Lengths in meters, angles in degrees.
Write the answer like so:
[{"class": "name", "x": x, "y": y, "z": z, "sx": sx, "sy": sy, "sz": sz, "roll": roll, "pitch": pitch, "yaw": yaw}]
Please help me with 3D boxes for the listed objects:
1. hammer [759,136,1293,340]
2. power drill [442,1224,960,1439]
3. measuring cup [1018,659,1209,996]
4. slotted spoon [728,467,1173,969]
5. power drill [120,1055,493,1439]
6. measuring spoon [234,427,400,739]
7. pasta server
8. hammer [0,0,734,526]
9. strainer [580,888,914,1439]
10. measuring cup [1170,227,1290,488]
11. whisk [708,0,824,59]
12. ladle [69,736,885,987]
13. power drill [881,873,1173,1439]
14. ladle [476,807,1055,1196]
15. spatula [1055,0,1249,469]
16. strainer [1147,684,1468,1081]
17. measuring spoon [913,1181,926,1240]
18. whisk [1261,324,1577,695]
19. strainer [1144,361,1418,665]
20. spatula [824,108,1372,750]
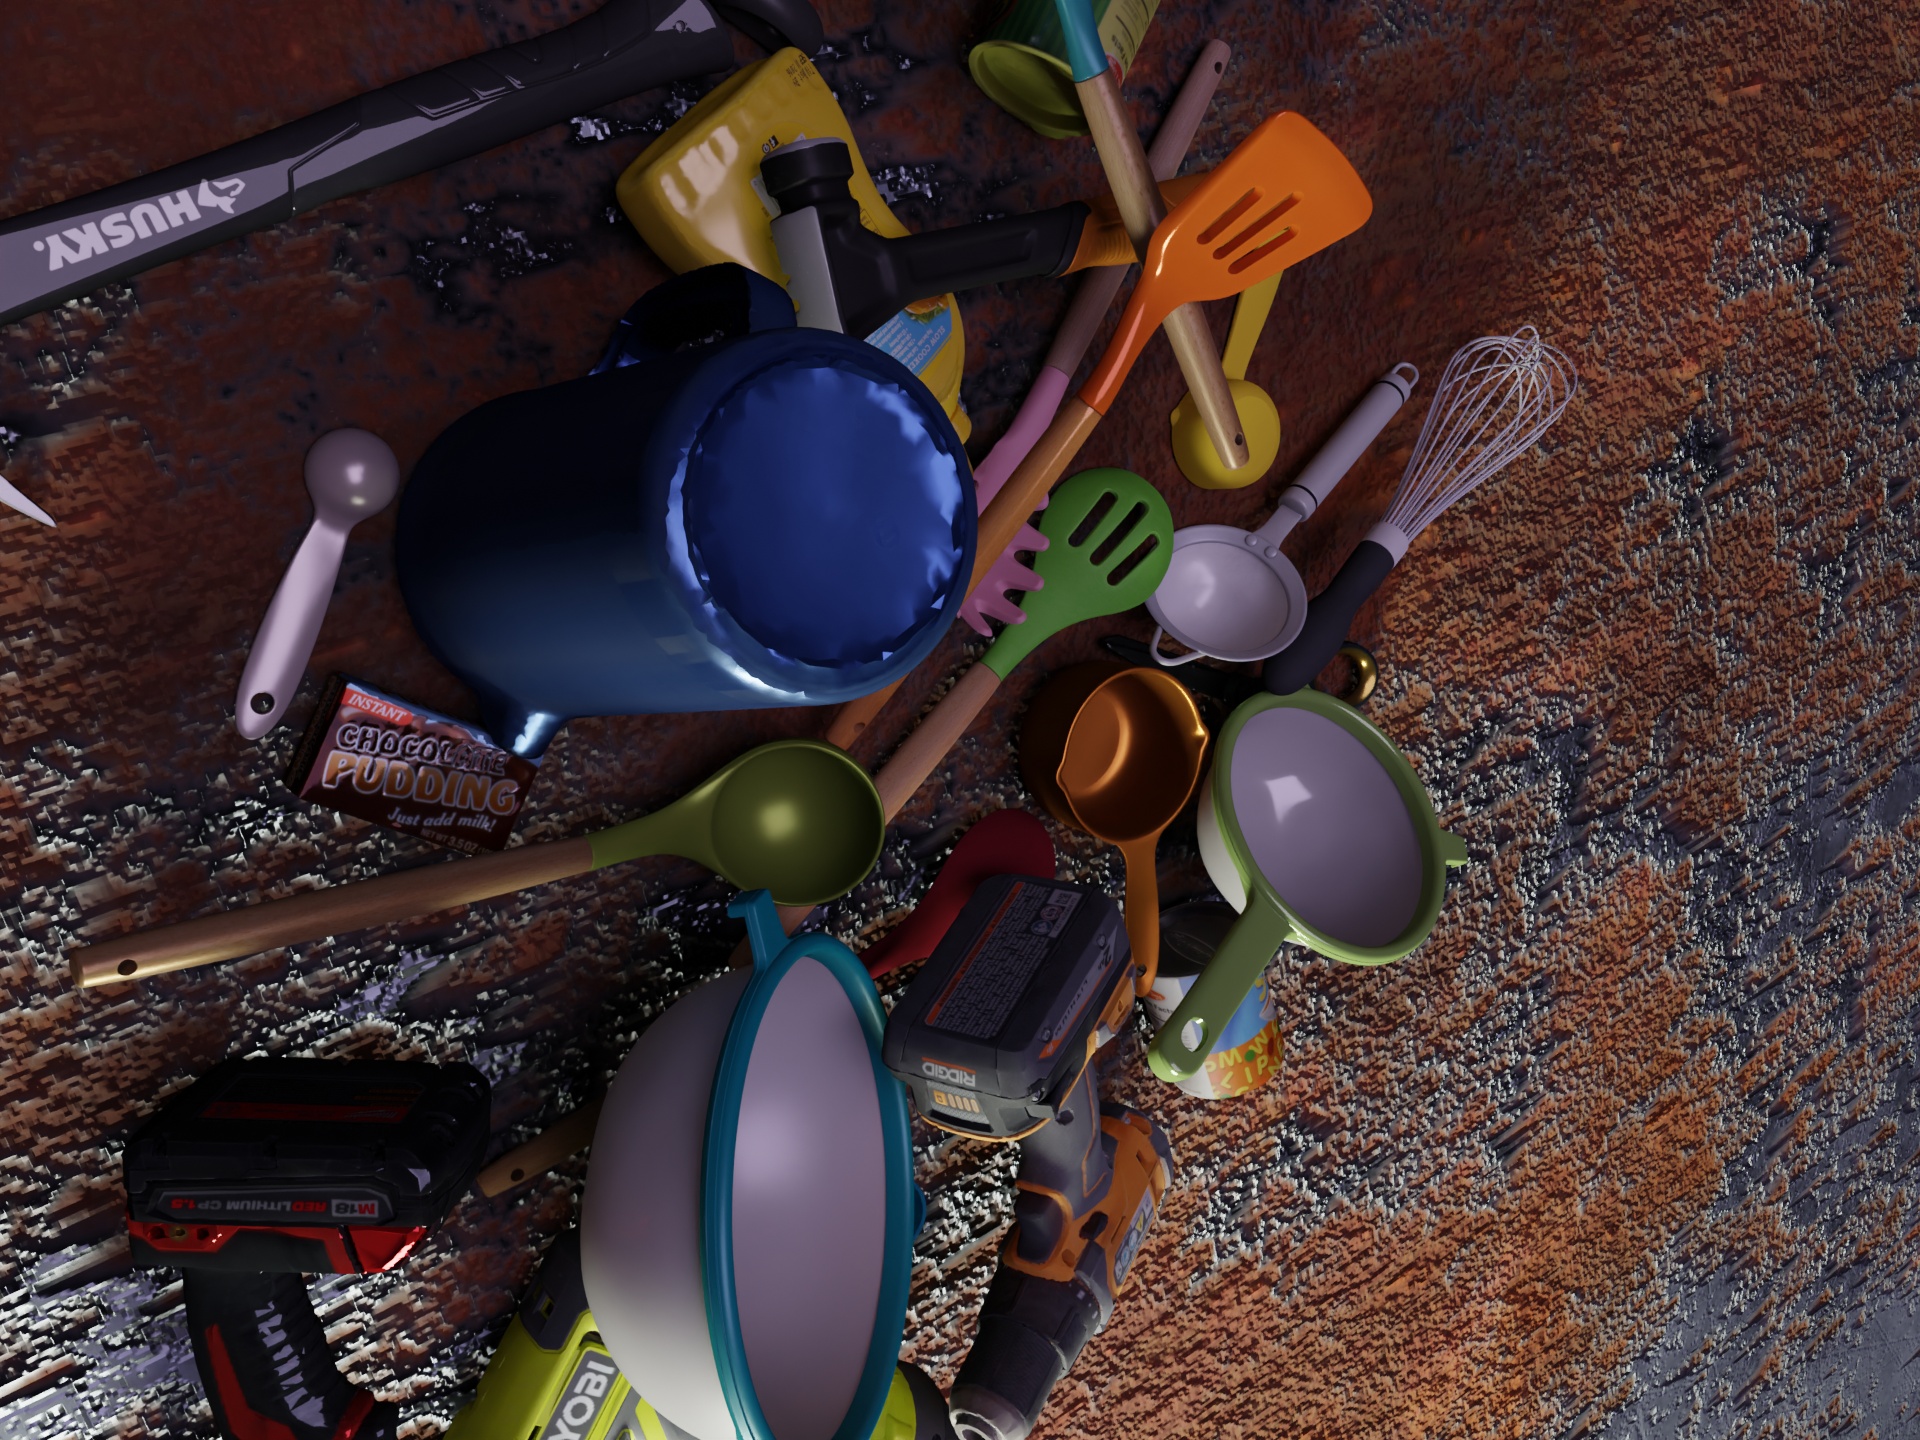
[{"class": "hammer", "x": 0.063, "y": -0.208, "z": 0.704, "sx": 0.337, "sy": 0.034, "sz": 0.127, "roll": -25, "pitch": 108, "yaw": -38}, {"class": "power drill", "x": -0.123, "y": 0.343, "z": 0.721, "sx": 0.223, "sy": 0.080, "sz": 0.171, "roll": 31, "pitch": 82, "yaw": -30}, {"class": "measuring cup", "x": 0.075, "y": 0.053, "z": 0.803, "sx": 0.095, "sy": 0.052, "sz": 0.173, "roll": -14, "pitch": 109, "yaw": -30}, {"class": "slotted spoon", "x": -0.001, "y": -0.002, "z": 0.753, "sx": 0.070, "sy": 0.031, "sz": 0.314, "roll": 42, "pitch": 78, "yaw": -8}, {"class": "power drill", "x": -0.216, "y": 0.248, "z": 0.598, "sx": 0.188, "sy": 0.080, "sz": 0.226, "roll": 2, "pitch": 101, "yaw": -1}, {"class": "measuring spoon", "x": -0.242, "y": -0.050, "z": 0.593, "sx": 0.034, "sy": 0.018, "sz": 0.124, "roll": 22, "pitch": 88, "yaw": -35}, {"class": "pasta server", "x": 0.062, "y": -0.187, "z": 0.752, "sx": 0.060, "sy": 0.040, "sz": 0.316, "roll": 33, "pitch": 80, "yaw": -42}, {"class": "hammer", "x": -0.226, "y": -0.193, "z": 0.564, "sx": 0.335, "sy": 0.035, "sz": 0.146, "roll": -32, "pitch": 115, "yaw": -24}, {"class": "strainer", "x": -0.098, "y": 0.249, "z": 0.612, "sx": 0.210, "sy": 0.095, "sz": 0.341, "roll": 62, "pitch": 28, "yaw": -55}, {"class": "measuring cup", "x": 0.153, "y": -0.194, "z": 0.813, "sx": 0.062, "sy": 0.029, "sz": 0.156, "roll": 15, "pitch": 93, "yaw": -35}, {"class": "whisk", "x": -0.158, "y": -0.336, "z": 0.565, "sx": 0.295, "sy": 0.073, "sz": 0.073, "roll": 32, "pitch": 82, "yaw": -39}, {"class": "ladle", "x": -0.162, "y": 0.061, "z": 0.611, "sx": 0.320, "sy": 0.062, "sz": 0.078, "roll": -11, "pitch": 115, "yaw": -43}, {"class": "power drill", "x": 0.031, "y": 0.210, "z": 0.743, "sx": 0.185, "sy": 0.084, "sz": 0.226, "roll": -52, "pitch": 138, "yaw": -43}, {"class": "ladle", "x": -0.076, "y": 0.130, "z": 0.736, "sx": 0.315, "sy": 0.031, "sz": 0.069, "roll": -28, "pitch": 115, "yaw": -24}, {"class": "spatula", "x": 0.058, "y": -0.243, "z": 0.662, "sx": 0.082, "sy": 0.044, "sz": 0.317, "roll": -42, "pitch": 122, "yaw": -26}, {"class": "strainer", "x": 0.147, "y": 0.092, "z": 0.796, "sx": 0.151, "sy": 0.069, "sz": 0.256, "roll": 47, "pitch": 51, "yaw": -3}, {"class": "measuring spoon", "x": -0.067, "y": 0.211, "z": 0.768, "sx": 0.042, "sy": 0.021, "sz": 0.128, "roll": -48, "pitch": 112, "yaw": -15}, {"class": "whisk", "x": 0.246, "y": -0.115, "z": 0.857, "sx": 0.285, "sy": 0.070, "sz": 0.070, "roll": -49, "pitch": 122, "yaw": -21}, {"class": "strainer", "x": 0.174, "y": -0.107, "z": 0.840, "sx": 0.258, "sy": 0.087, "sz": 0.050, "roll": -48, "pitch": 165, "yaw": -22}, {"class": "spatula", "x": 0.044, "y": -0.110, "z": 0.672, "sx": 0.081, "sy": 0.041, "sz": 0.322, "roll": 24, "pitch": 108, "yaw": -48}]
